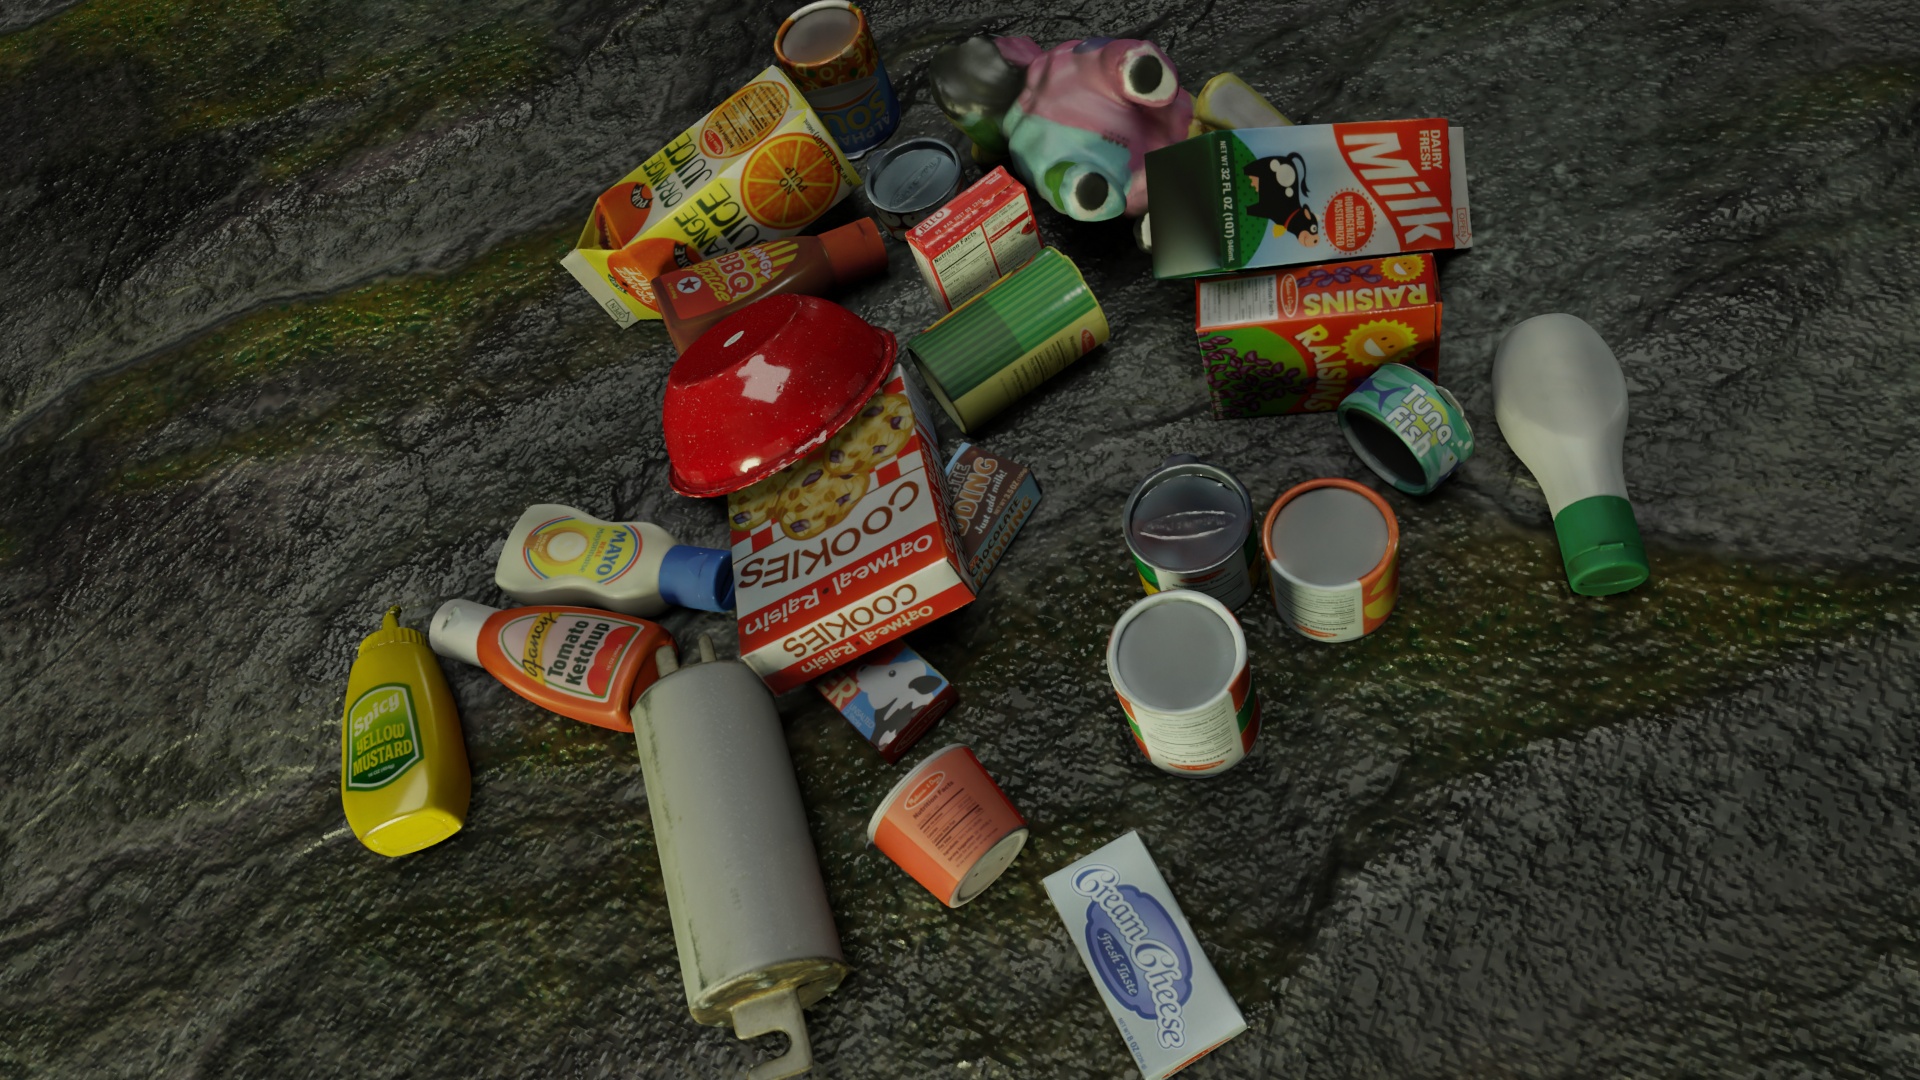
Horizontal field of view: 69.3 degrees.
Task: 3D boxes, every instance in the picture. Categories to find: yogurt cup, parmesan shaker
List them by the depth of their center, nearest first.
[{"bbox_3d":[-0.003,0.142,0.681,0.072,0.072,0.054,-43,66,-10],"label":"yogurt cup"},{"bbox_3d":[0.027,-0.119,0.819,0.103,0.071,0.071,-34,57,-4],"label":"parmesan shaker"}]

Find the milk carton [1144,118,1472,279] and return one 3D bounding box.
[{"bbox_3d":[0.204,-0.189,0.768,0.191,0.072,0.073,-10,9,-20],"label":"milk carton"}]

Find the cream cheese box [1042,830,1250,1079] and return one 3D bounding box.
[{"bbox_3d":[0.085,0.192,0.646,0.053,0.024,0.104,-29,57,-2],"label":"cream cheese box"}]

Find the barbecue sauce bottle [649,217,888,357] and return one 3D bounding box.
[{"bbox_3d":[-0.121,-0.167,0.899,0.149,0.043,0.065,-22,51,-10],"label":"barbecue sauce bottle"}]

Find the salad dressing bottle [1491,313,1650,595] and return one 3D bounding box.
[{"bbox_3d":[0.312,-0.045,0.706,0.064,0.043,0.148,-7,60,11],"label":"salad dressing bottle"}]

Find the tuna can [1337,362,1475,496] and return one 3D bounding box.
[{"bbox_3d":[0.231,-0.057,0.721,0.033,0.071,0.071,-41,57,-7],"label":"tuna can"}]

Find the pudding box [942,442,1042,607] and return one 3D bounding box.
[{"bbox_3d":[0.003,-0.010,0.787,0.050,0.030,0.084,25,70,29],"label":"pudding box"}]

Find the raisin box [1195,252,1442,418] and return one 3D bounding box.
[{"bbox_3d":[0.194,-0.109,0.753,0.123,0.085,0.040,-4,58,15],"label":"raisin box"}]

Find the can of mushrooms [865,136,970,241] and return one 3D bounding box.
[{"bbox_3d":[-0.029,-0.235,0.928,0.071,0.033,0.071,-8,59,13],"label":"can of mushrooms"}]

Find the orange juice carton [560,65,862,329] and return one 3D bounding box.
[{"bbox_3d":[-0.170,-0.220,0.927,0.192,0.071,0.073,-36,48,4],"label":"orange juice carton"}]

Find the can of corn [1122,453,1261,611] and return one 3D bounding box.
[{"bbox_3d":[0.122,-0.001,0.728,0.071,0.058,0.071,-8,59,13],"label":"can of corn"}]

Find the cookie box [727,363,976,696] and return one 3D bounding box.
[{"bbox_3d":[-0.066,-0.009,0.773,0.123,0.040,0.168,-27,43,11],"label":"cookie box"}]

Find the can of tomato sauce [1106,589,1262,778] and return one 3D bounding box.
[{"bbox_3d":[0.109,0.069,0.676,0.071,0.082,0.071,-7,59,13],"label":"can of tomato sauce"}]

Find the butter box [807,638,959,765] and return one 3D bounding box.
[{"bbox_3d":[-0.054,0.070,0.761,0.053,0.024,0.104,-44,58,-11],"label":"butter box"}]

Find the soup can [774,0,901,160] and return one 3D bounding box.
[{"bbox_3d":[-0.084,-0.319,0.965,0.071,0.083,0.071,-7,59,13],"label":"soup can"}]

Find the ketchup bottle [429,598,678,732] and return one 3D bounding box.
[{"bbox_3d":[-0.241,0.066,0.810,0.149,0.043,0.065,11,62,23],"label":"ketchup bottle"}]

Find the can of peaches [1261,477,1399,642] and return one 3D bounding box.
[{"bbox_3d":[0.188,0.008,0.703,0.071,0.058,0.071,-8,59,13],"label":"can of peaches"}]

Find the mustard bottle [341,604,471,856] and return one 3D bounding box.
[{"bbox_3d":[-0.329,0.102,0.812,0.065,0.048,0.161,-24,57,1],"label":"mustard bottle"}]

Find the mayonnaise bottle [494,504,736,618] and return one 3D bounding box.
[{"bbox_3d":[-0.201,0.016,0.828,0.148,0.041,0.065,6,61,21],"label":"mayonnaise bottle"}]
